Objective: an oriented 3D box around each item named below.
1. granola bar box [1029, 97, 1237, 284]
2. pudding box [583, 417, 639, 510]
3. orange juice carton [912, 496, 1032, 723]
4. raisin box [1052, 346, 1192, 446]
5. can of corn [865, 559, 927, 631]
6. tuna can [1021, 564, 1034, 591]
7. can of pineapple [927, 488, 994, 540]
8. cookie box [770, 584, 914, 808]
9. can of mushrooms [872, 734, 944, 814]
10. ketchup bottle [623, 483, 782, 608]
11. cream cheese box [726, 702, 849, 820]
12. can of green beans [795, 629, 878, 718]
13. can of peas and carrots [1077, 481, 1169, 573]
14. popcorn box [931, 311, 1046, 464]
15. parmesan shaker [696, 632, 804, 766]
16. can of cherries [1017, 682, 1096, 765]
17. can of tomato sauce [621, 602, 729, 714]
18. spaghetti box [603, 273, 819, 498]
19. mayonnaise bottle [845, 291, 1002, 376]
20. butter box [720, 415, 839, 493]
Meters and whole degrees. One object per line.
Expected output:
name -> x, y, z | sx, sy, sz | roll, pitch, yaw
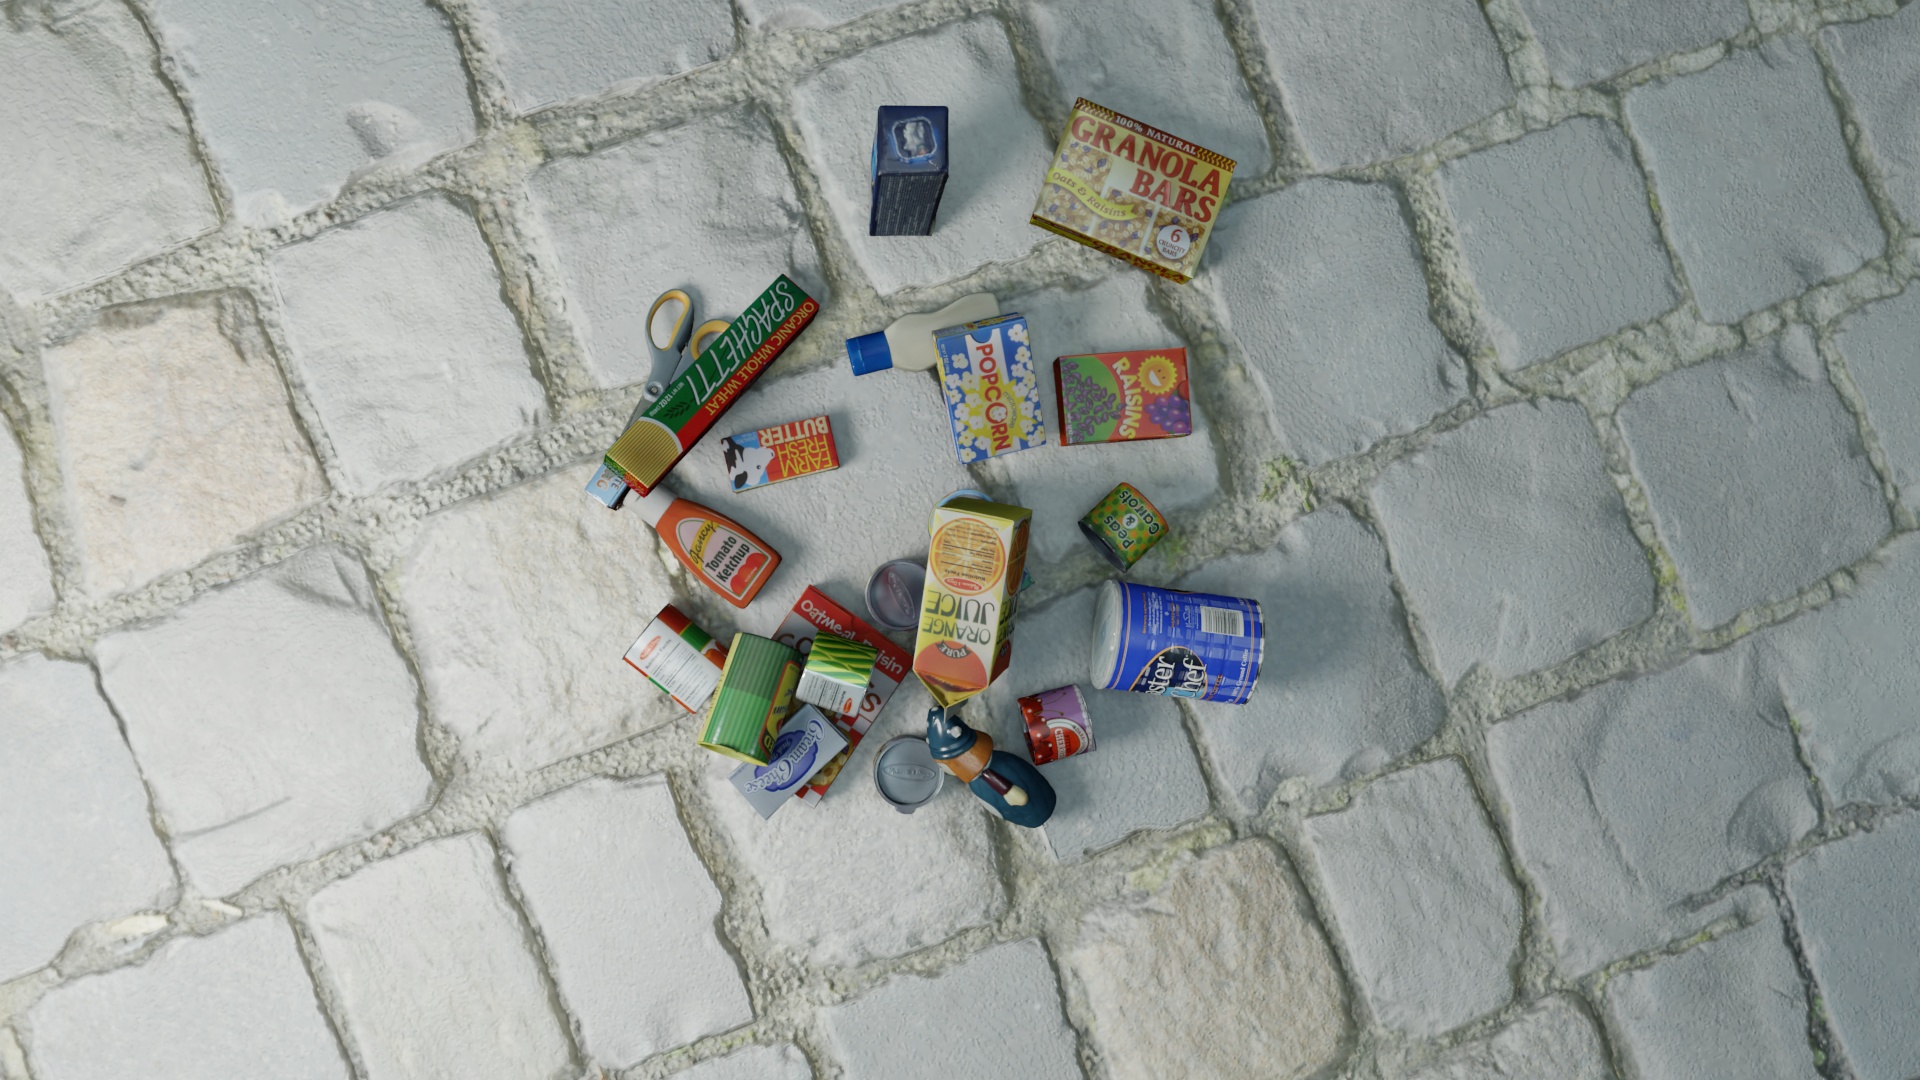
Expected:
granola bar box -> 0.165, -0.334, 1.334 | 0.165, 0.039, 0.124 | 21, 87, -4
pudding box -> -0.306, -0.069, 1.275 | 0.030, 0.049, 0.084 | 35, 86, -2
orange juice carton -> 0.009, 0.063, 1.234 | 0.073, 0.072, 0.192 | 11, 102, 14
raisin box -> 0.155, -0.137, 1.328 | 0.123, 0.040, 0.086 | -5, 88, -6
can of corn -> -0.054, 0.049, 1.293 | 0.071, 0.058, 0.071 | 0, 89, -5
tuna can -> 0.031, 0.041, 1.296 | 0.071, 0.071, 0.033 | -27, 90, -5
can of pineapple -> 0.005, -0.016, 1.300 | 0.071, 0.058, 0.071 | 0, 88, -5
cookie box -> -0.138, 0.143, 1.291 | 0.123, 0.040, 0.167 | 35, 86, -4
can of mushrooms -> -0.050, 0.218, 1.301 | 0.071, 0.033, 0.071 | 0, 88, -6
ketchup bottle -> -0.241, -0.003, 1.284 | 0.149, 0.043, 0.065 | 37, 85, -3
cream cheese box -> -0.156, 0.198, 1.256 | 0.104, 0.024, 0.053 | -43, 94, -4
can of green beans -> -0.110, 0.119, 1.240 | 0.058, 0.071, 0.071 | 19, 87, -4
can of peas and carrots -> 0.154, -0.013, 1.309 | 0.059, 0.071, 0.071 | -43, 93, -5
popcorn box -> 0.027, -0.142, 1.294 | 0.085, 0.038, 0.126 | -14, 114, -5
parmesan shaker -> -0.184, 0.139, 1.221 | 0.071, 0.071, 0.103 | 19, 74, -5
can of cherries -> 0.089, 0.174, 1.297 | 0.058, 0.071, 0.071 | -14, 90, -5
can of tomato sauce -> -0.255, 0.108, 1.269 | 0.083, 0.071, 0.071 | 39, 86, -4
spaghetti box -> -0.221, -0.144, 1.257 | 0.050, 0.028, 0.251 | 40, 66, -3
mayonnaise bottle -> -0.033, -0.190, 1.310 | 0.148, 0.041, 0.064 | -14, 96, -5
butter box -> -0.168, -0.081, 1.302 | 0.103, 0.024, 0.053 | -14, 91, -5
